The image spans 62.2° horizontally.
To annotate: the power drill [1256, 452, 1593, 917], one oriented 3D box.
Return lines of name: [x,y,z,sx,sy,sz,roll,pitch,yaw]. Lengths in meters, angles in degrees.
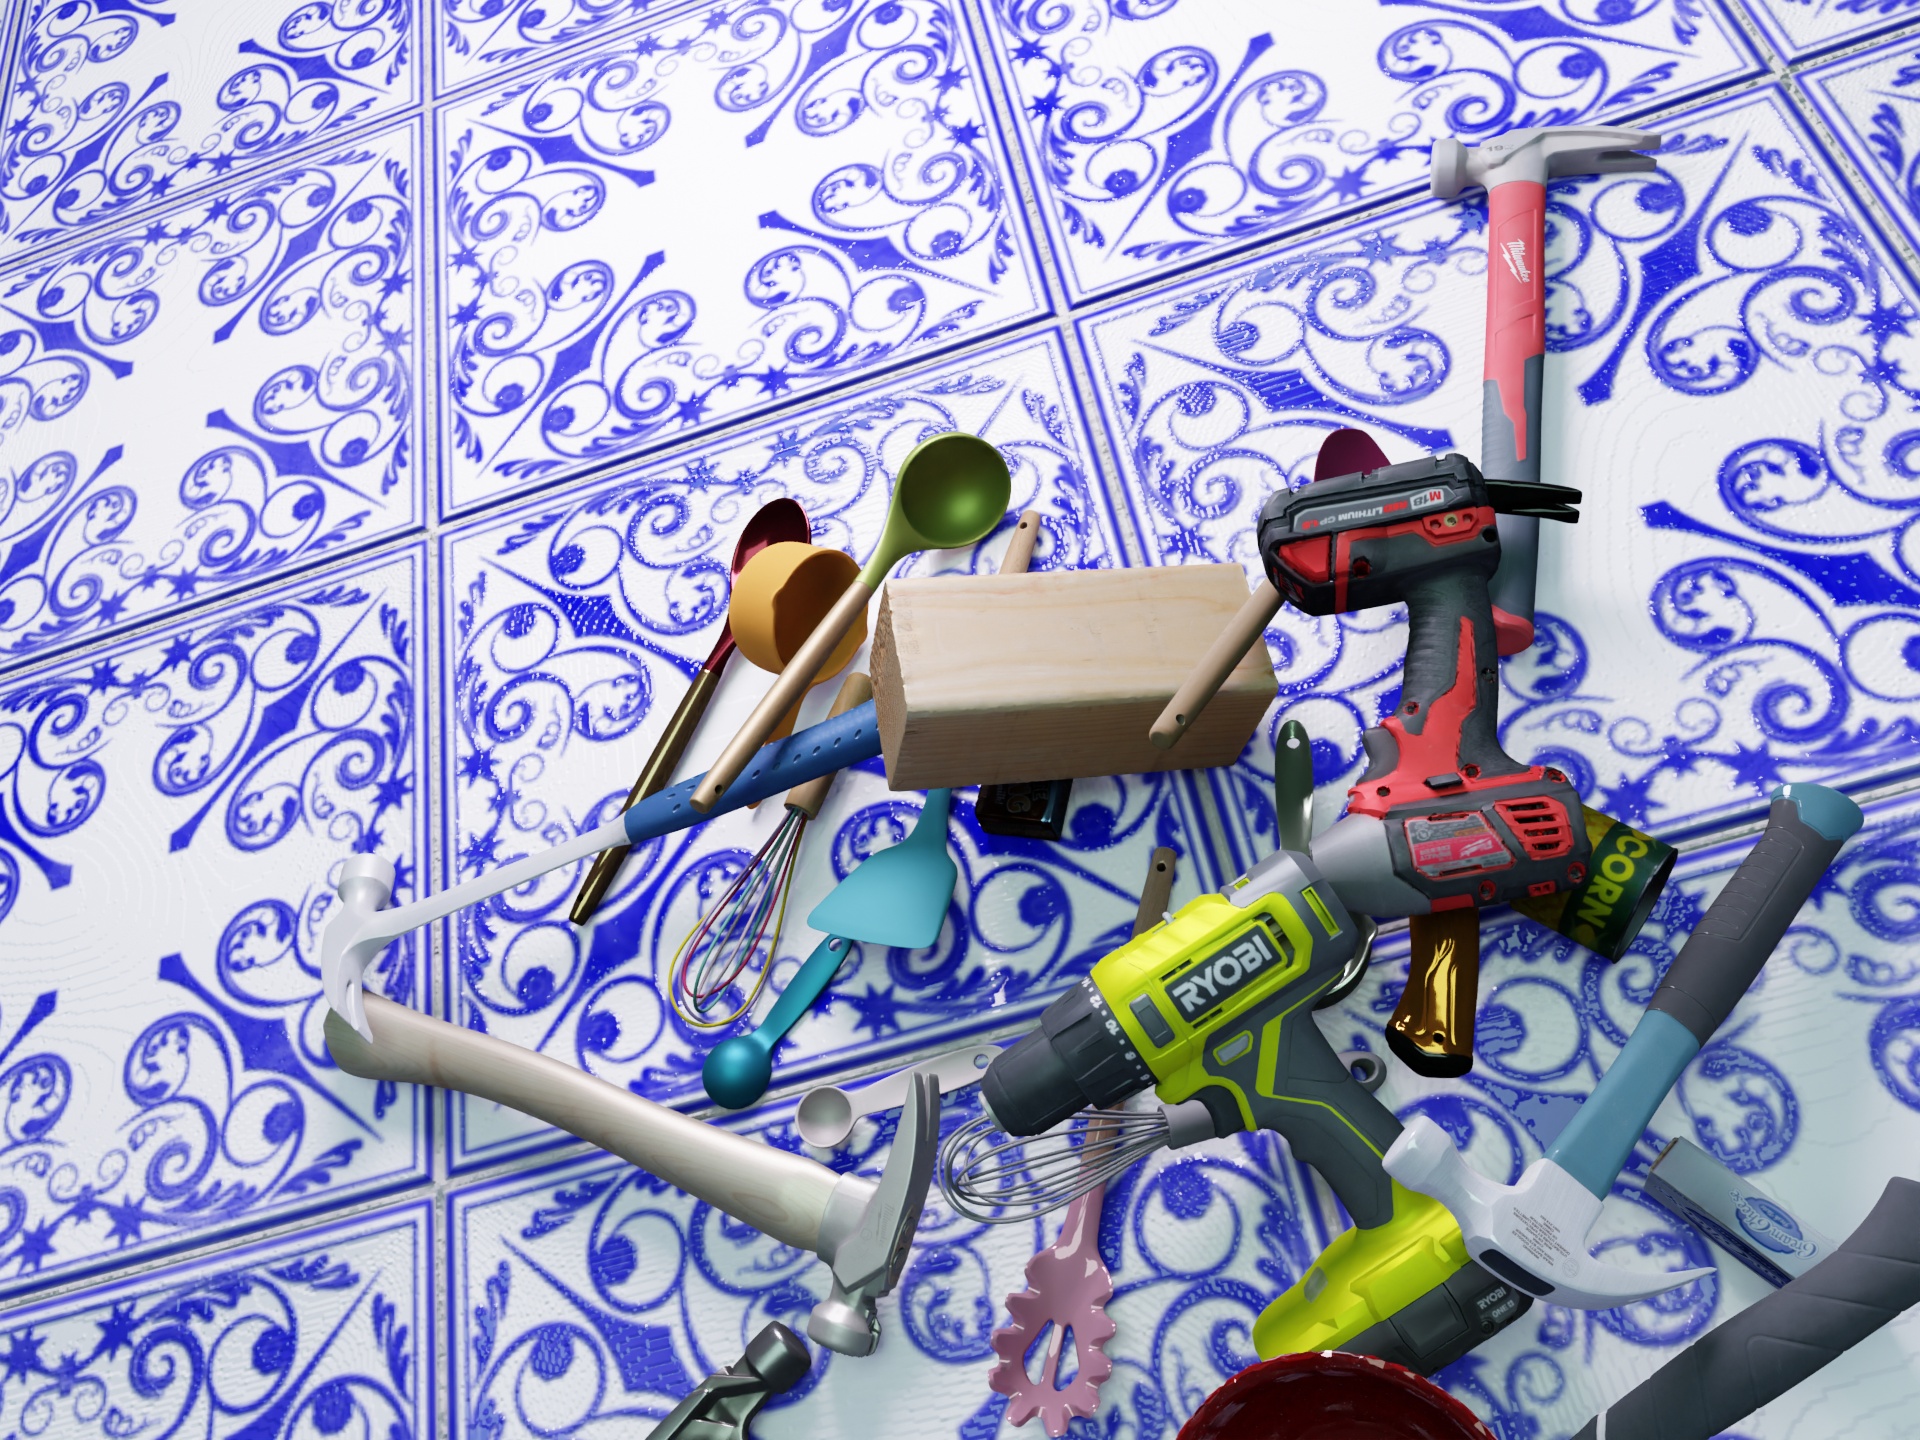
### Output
power drill: [0.219,-0.011,0.800,0.143,0.078,0.220,-12,74,11]

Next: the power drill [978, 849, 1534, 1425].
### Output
power drill: [0.138,0.200,0.743,0.190,0.080,0.228,-34,86,1]

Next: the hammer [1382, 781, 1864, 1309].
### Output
hammer: [0.335,0.134,0.738,0.128,0.033,0.331,41,60,15]

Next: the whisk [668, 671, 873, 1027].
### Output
whisk: [-0.111,0.073,0.972,0.047,0.051,0.245,11,63,29]

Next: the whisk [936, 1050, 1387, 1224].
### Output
whisk: [0.104,0.203,0.806,0.239,0.055,0.055,-12,58,-9]

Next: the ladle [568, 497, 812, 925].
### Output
ladle: [-0.176,-0.008,1.045,0.069,0.031,0.315,11,68,39]

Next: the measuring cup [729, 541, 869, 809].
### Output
measuring cup: [-0.121,-0.031,1.019,0.052,0.095,0.173,20,89,36]

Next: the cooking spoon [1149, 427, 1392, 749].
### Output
cooking spoon: [0.180,-0.079,0.891,0.017,0.068,0.319,-29,13,48]

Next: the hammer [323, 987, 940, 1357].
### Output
hammer: [-0.205,0.216,0.914,0.411,0.038,0.146,13,81,26]

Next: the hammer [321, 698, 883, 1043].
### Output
hammer: [-0.210,0.073,0.967,0.405,0.035,0.144,-22,39,8]

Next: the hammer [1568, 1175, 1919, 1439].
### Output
hammer: [0.265,0.330,0.681,0.409,0.036,0.149,-38,60,6]

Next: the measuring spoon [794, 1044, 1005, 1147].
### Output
measuring spoon: [-0.032,0.209,0.892,0.124,0.018,0.034,-19,63,-1]

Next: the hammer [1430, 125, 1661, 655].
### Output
hammer: [0.357,-0.215,0.981,0.143,0.038,0.387,2,63,17]

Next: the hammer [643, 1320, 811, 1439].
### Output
hammer: [-0.031,0.463,0.738,0.149,0.036,0.359,-46,59,-9]

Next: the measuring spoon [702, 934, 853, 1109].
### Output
measuring spoon: [-0.106,0.168,0.928,0.042,0.021,0.128,32,78,29]

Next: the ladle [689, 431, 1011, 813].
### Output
ladle: [-0.065,-0.064,0.974,0.062,0.078,0.320,-3,43,43]

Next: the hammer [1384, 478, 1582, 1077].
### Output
hammer: [0.264,0.020,0.844,0.127,0.034,0.337,2,66,16]

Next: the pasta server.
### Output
pasta server: [0.077,0.209,0.840,0.060,0.040,0.316,12,65,10]

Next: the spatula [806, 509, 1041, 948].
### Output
spatula: [-0.002,-0.003,0.976,0.082,0.044,0.318,7,64,25]

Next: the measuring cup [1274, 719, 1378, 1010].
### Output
measuring cup: [0.186,0.080,0.876,0.083,0.038,0.168,-4,60,16]
